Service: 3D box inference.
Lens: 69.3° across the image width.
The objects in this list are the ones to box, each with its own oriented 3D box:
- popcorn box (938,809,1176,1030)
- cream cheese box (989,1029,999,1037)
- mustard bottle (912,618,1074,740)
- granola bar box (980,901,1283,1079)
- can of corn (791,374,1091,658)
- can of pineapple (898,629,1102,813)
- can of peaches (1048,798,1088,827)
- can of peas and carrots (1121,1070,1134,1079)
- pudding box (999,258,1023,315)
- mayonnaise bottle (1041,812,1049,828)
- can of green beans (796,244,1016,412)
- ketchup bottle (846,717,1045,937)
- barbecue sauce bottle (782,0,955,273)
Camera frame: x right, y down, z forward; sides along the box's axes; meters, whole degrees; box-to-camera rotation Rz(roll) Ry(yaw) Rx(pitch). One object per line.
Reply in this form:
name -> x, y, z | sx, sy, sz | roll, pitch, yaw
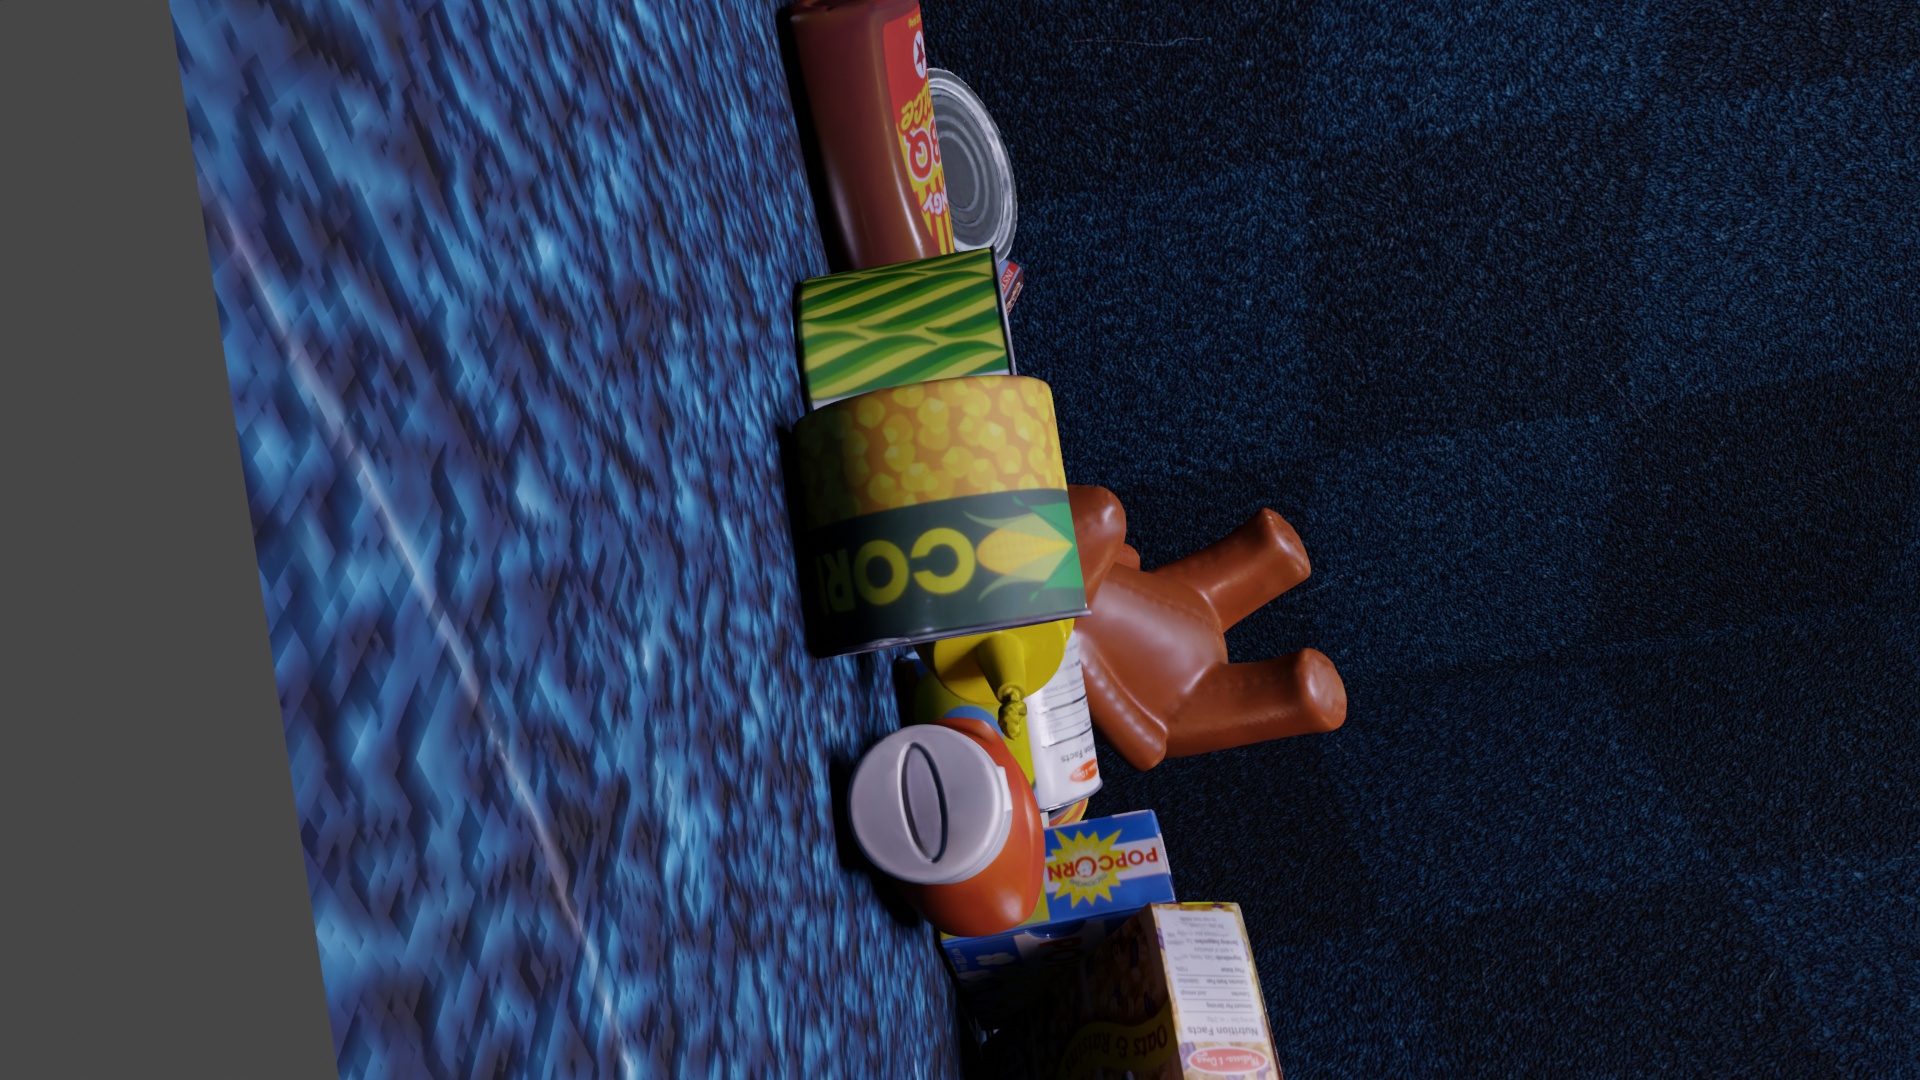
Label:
popcorn box -> 0.040, 0.152, 0.543 | 0.126, 0.085, 0.038 | 76, 4, -56
cream cheese box -> 0.025, 0.215, 0.678 | 0.104, 0.024, 0.053 | -82, 164, -80
mustard bottle -> 0.006, 0.005, 0.427 | 0.161, 0.065, 0.048 | -105, 173, -58
granola bar box -> 0.059, 0.218, 0.497 | 0.164, 0.039, 0.125 | 121, -30, -49
can of corn -> -0.007, -0.005, 0.338 | 0.071, 0.071, 0.058 | 51, 30, -85
can of pineapple -> 0.012, 0.065, 0.501 | 0.071, 0.071, 0.058 | -31, 112, -87
can of peaches -> 0.036, 0.133, 0.764 | 0.058, 0.071, 0.071 | 76, 6, -66
can of peas and carrots -> 0.011, 0.144, 0.270 | 0.071, 0.059, 0.071 | -17, 97, -87
pudding box -> -0.001, -0.100, 0.681 | 0.083, 0.030, 0.049 | -62, 178, 2
mayonnaise bottle -> 0.015, 0.107, 0.659 | 0.147, 0.041, 0.065 | 74, 6, -56
can of green beans -> -0.013, -0.049, 0.406 | 0.071, 0.058, 0.071 | -15, 96, -87
ketchup bottle -> -0.001, 0.078, 0.389 | 0.148, 0.043, 0.065 | 70, 7, -74
barbecue sauce bottle -> -0.026, -0.118, 0.496 | 0.065, 0.043, 0.147 | -69, 153, -59
